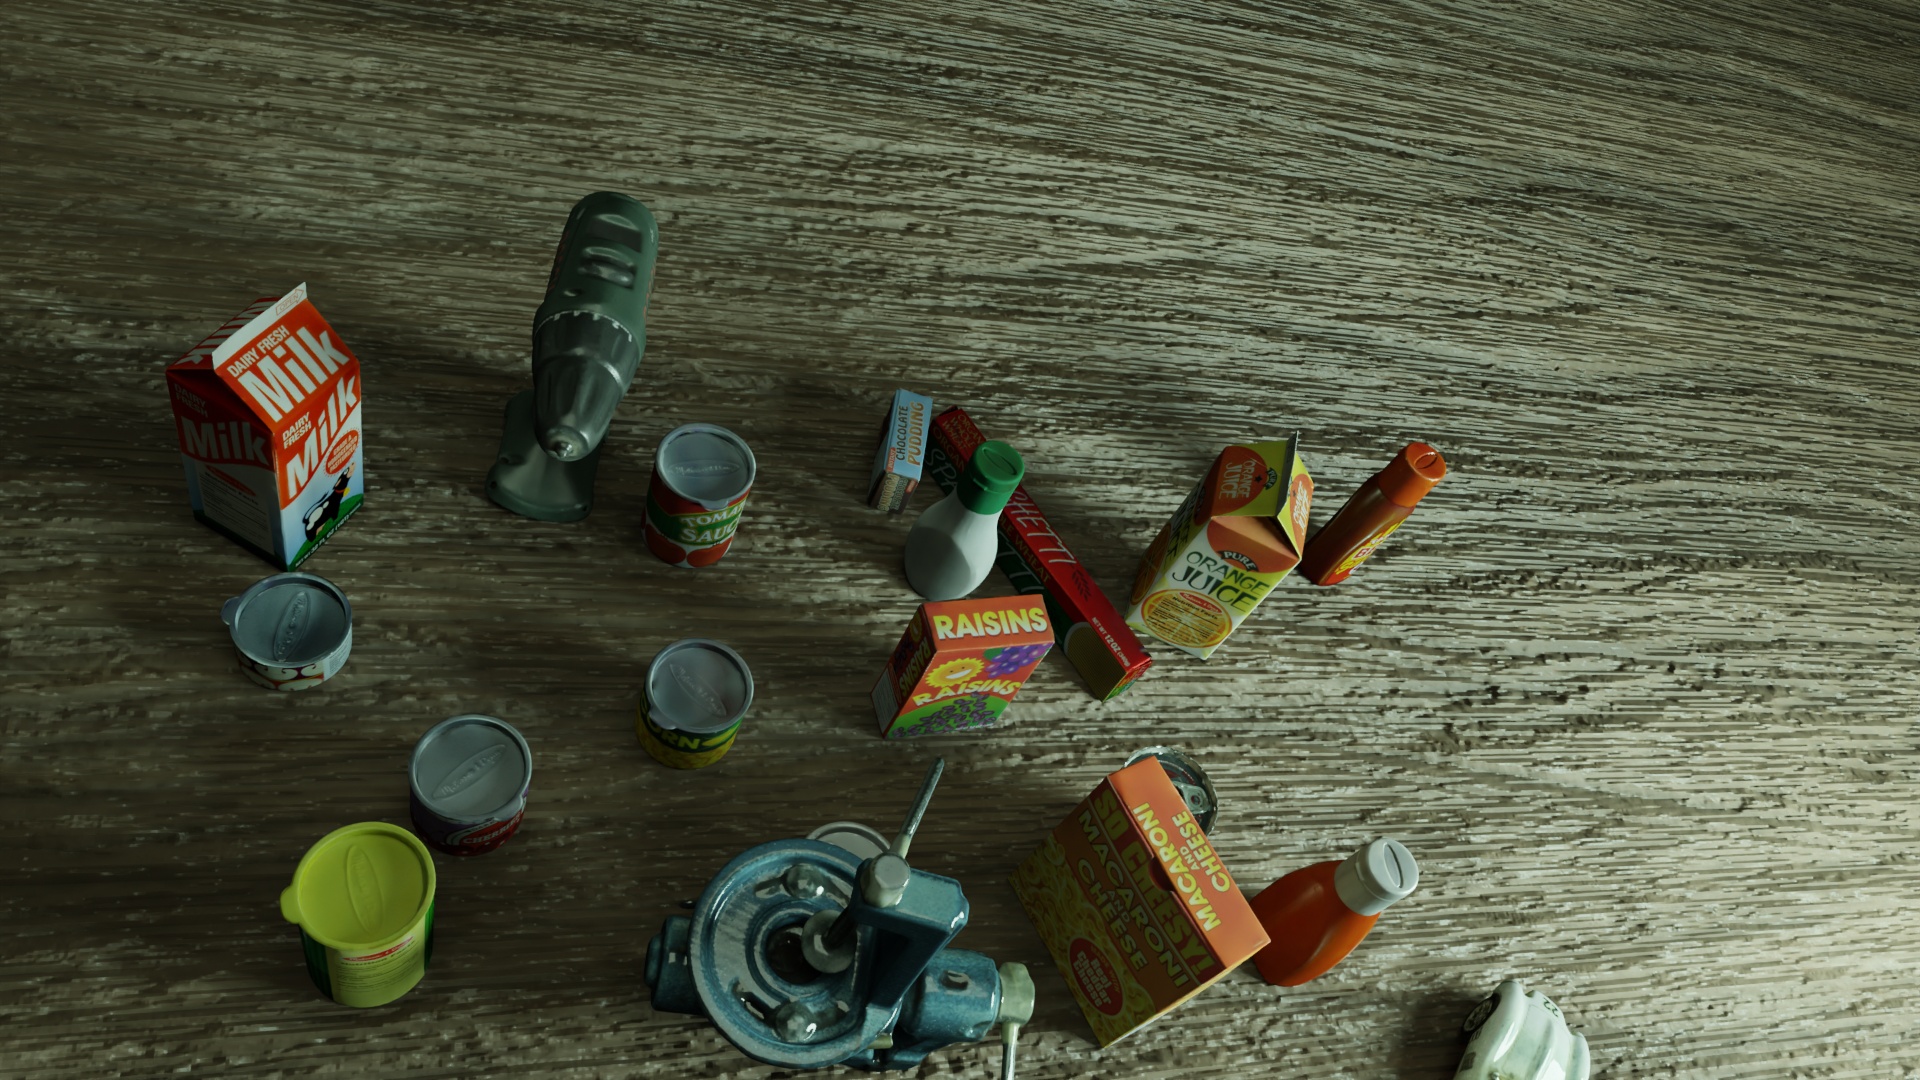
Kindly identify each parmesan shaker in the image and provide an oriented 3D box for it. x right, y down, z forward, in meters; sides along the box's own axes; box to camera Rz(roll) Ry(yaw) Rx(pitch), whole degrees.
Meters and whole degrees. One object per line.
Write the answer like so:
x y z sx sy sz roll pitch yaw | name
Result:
-0.314 0.198 0.728 0.071 0.102 0.071 11 54 -15 | parmesan shaker

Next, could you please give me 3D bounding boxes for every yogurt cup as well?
-0.074 0.212 0.844 0.072 0.053 0.073 11 54 -15 | yogurt cup

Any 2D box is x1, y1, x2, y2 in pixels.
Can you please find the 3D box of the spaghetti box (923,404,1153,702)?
0.051 0.007 1.038 0.029 0.050 0.250 -24 68 -33 | spaghetti box

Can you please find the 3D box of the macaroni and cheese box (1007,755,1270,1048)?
0.100 0.221 0.835 0.040 0.165 0.124 -18 65 -31 | macaroni and cheese box

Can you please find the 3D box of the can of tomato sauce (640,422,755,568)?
-0.180 -0.028 0.951 0.071 0.082 0.071 11 54 -15 | can of tomato sauce

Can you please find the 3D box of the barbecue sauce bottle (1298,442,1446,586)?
0.328 -0.021 1.105 0.065 0.147 0.044 -26 69 -33 | barbecue sauce bottle

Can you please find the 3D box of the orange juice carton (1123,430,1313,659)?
0.194 0.002 1.008 0.073 0.191 0.072 24 52 -4 | orange juice carton

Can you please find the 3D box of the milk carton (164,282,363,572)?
-0.408 -0.070 0.822 0.073 0.189 0.073 31 51 1 | milk carton

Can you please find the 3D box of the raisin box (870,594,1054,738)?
0.000 0.084 0.918 0.086 0.122 0.040 -3 58 -23 | raisin box

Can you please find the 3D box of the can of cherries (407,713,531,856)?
-0.283 0.145 0.805 0.071 0.058 0.072 11 54 -15 | can of cherries

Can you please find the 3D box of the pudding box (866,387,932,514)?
-0.046 -0.068 1.053 0.030 0.049 0.084 16 53 -11 | pudding box

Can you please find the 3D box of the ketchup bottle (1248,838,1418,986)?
0.236 0.235 0.890 0.043 0.148 0.065 4 56 -19 | ketchup bottle

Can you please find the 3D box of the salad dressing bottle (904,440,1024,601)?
0.003 -0.012 0.971 0.064 0.146 0.044 40 52 8 | salad dressing bottle

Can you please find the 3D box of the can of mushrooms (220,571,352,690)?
-0.405 0.054 0.837 0.071 0.033 0.071 11 54 -15 | can of mushrooms

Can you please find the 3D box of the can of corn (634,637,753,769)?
-0.171 0.105 0.877 0.071 0.058 0.071 11 54 -15 | can of corn
